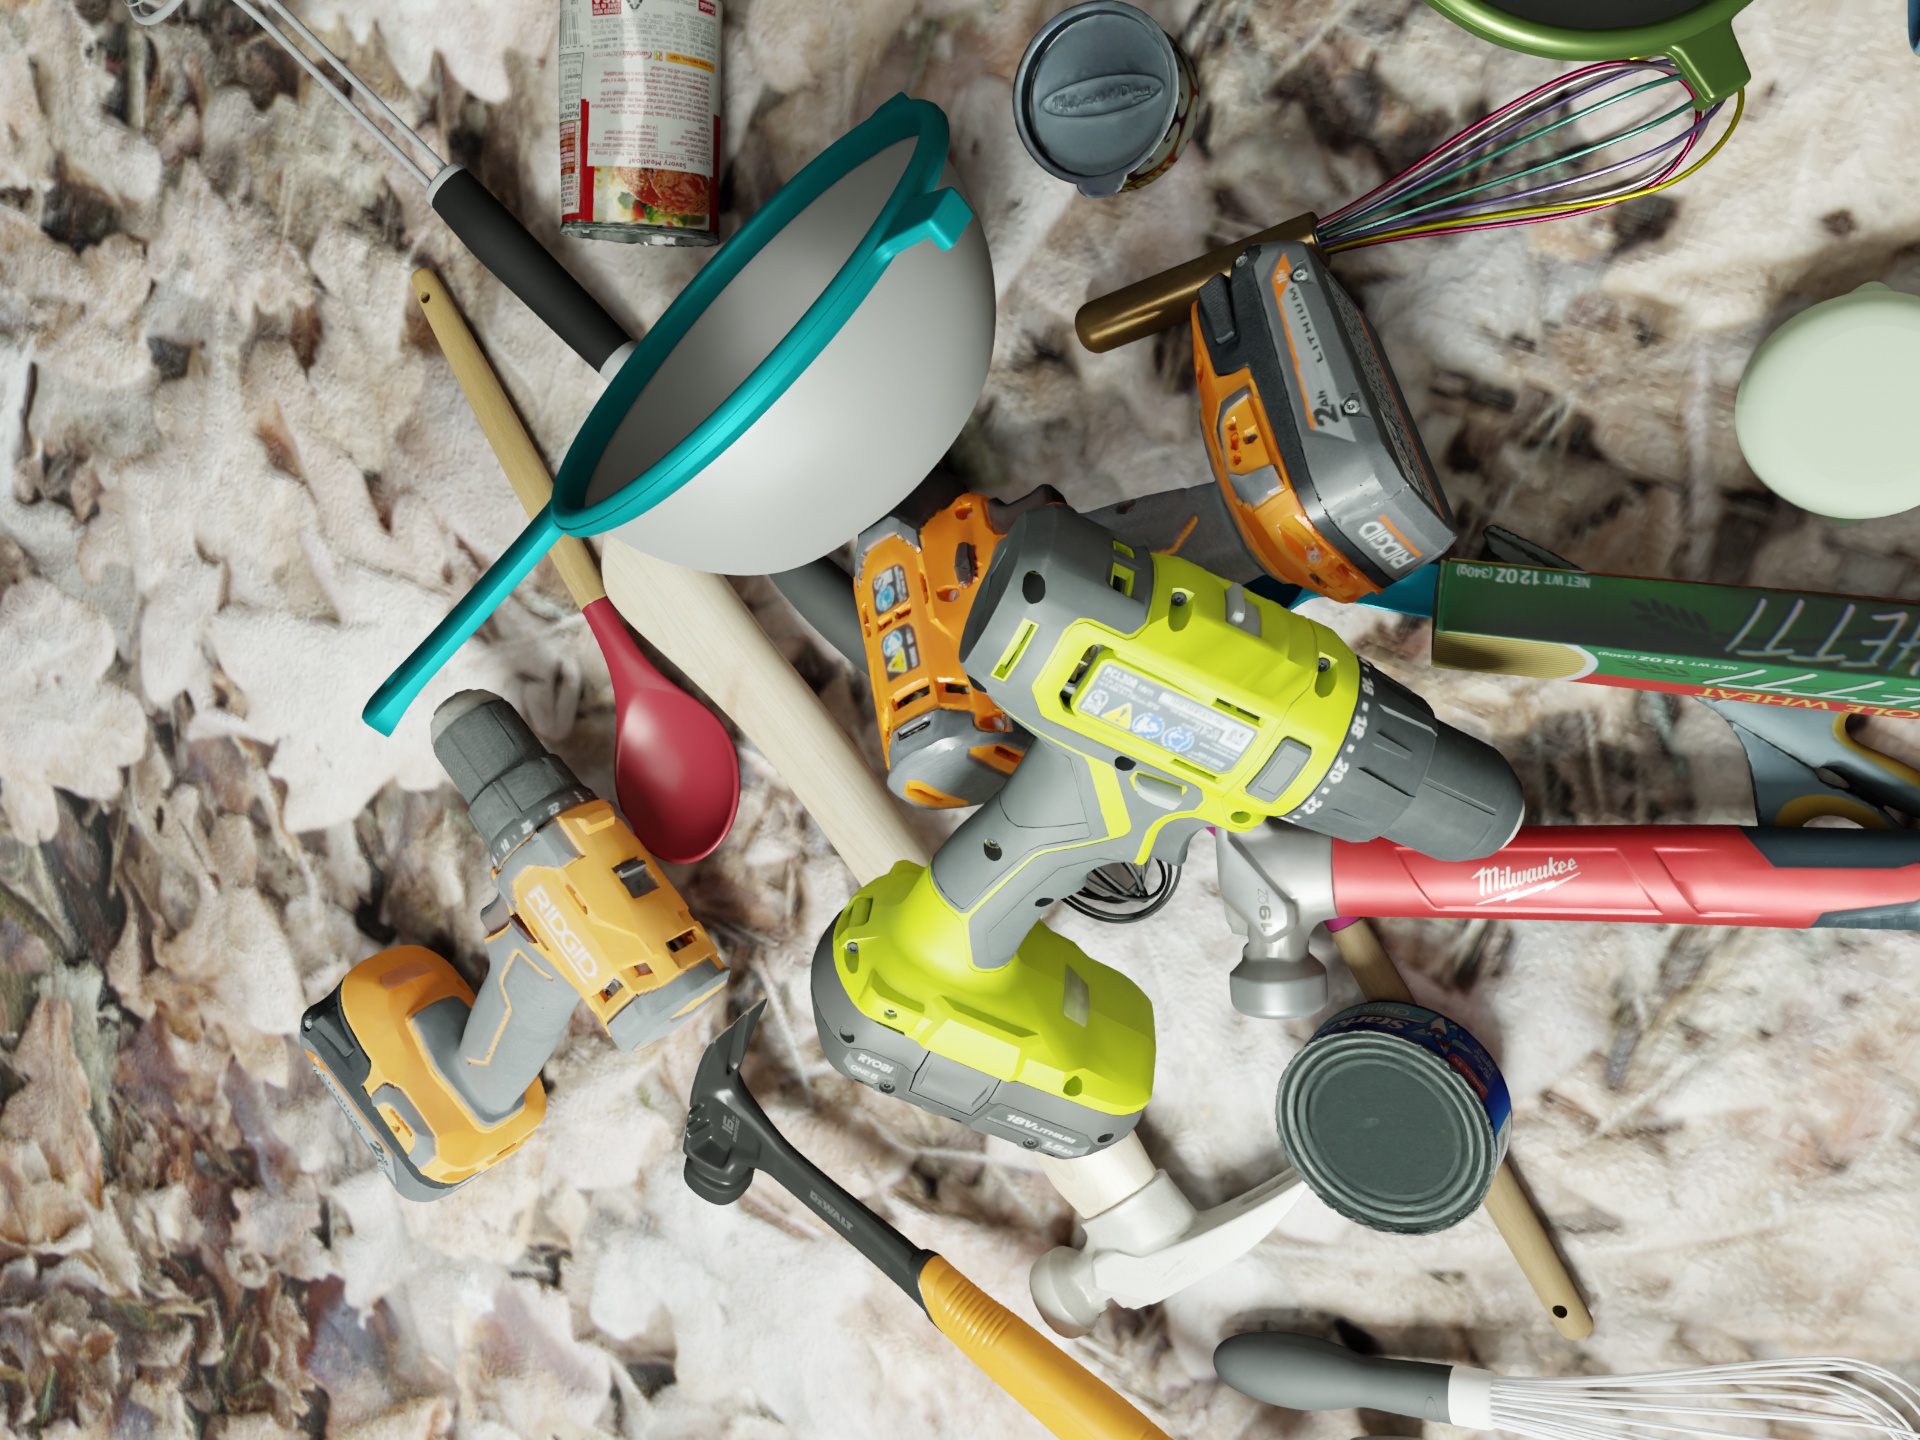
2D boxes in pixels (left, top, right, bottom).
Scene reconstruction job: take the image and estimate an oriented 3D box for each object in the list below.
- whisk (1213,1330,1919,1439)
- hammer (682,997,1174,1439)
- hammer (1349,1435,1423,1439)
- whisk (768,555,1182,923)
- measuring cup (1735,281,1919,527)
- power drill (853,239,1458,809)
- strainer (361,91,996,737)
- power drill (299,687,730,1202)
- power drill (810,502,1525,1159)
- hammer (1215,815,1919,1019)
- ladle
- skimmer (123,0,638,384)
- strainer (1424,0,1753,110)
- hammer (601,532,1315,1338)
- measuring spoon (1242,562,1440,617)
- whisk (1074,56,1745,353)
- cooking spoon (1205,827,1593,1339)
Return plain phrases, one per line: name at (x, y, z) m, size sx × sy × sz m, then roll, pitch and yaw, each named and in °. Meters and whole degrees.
whisk at (0.234, 0.270, 0.622) m, size 0.285 × 0.070 × 0.070 m, roll -3°, pitch 99°, yaw 29°
hammer at (0.010, 0.258, 0.689) m, size 0.337 × 0.034 × 0.127 m, roll 34°, pitch 134°, yaw 21°
hammer at (0.055, 0.392, 0.720) m, size 0.331 × 0.031 × 0.130 m, roll -14°, pitch 67°, yaw 30°
whisk at (-0.001, -0.003, 0.679) m, size 0.239 × 0.055 × 0.055 m, roll 43°, pitch 114°, yaw 16°
measuring cup at (0.341, -0.100, 0.510) m, size 0.168 × 0.038 × 0.083 m, roll 7°, pitch 103°, yaw 25°
power drill at (0.053, -0.081, 0.606) m, size 0.226 × 0.084 × 0.164 m, roll -28°, pitch 58°, yaw 27°
strainer at (-0.101, -0.088, 0.636) m, size 0.340 × 0.211 × 0.095 m, roll -42°, pitch 117°, yaw 16°
power drill at (-0.232, 0.110, 0.770) m, size 0.226 × 0.084 × 0.185 m, roll -42°, pitch 81°, yaw 30°
power drill at (0.061, 0.052, 0.559) m, size 0.190 × 0.080 × 0.228 m, roll 24°, pitch 125°, yaw -10°
hammer at (0.280, 0.039, 0.547) m, size 0.386 × 0.038 × 0.143 m, roll -2°, pitch 97°, yaw 24°
ladle at (-0.187, -0.077, 0.756) m, size 0.069 × 0.031 × 0.315 m, roll -30°, pitch 86°, yaw 19°
skimmer at (-0.270, -0.295, 0.749) m, size 0.363 × 0.090 × 0.127 m, roll 45°, pitch 111°, yaw -1°
strainer at (0.140, -0.285, 0.519) m, size 0.256 × 0.069 × 0.151 m, roll 14°, pitch 84°, yaw 3°
hammer at (-0.016, 0.069, 0.692) m, size 0.146 × 0.038 × 0.410 m, roll -37°, pitch 87°, yaw 24°
measuring spoon at (0.159, -0.052, 0.617) m, size 0.128 × 0.021 × 0.042 m, roll 9°, pitch 90°, yaw 13°
whisk at (0.152, -0.181, 0.578) m, size 0.245 × 0.051 × 0.047 m, roll -15°, pitch 100°, yaw 28°
cooking spoon at (0.168, 0.104, 0.639) m, size 0.069 × 0.017 × 0.319 m, roll -31°, pitch 86°, yaw 28°
